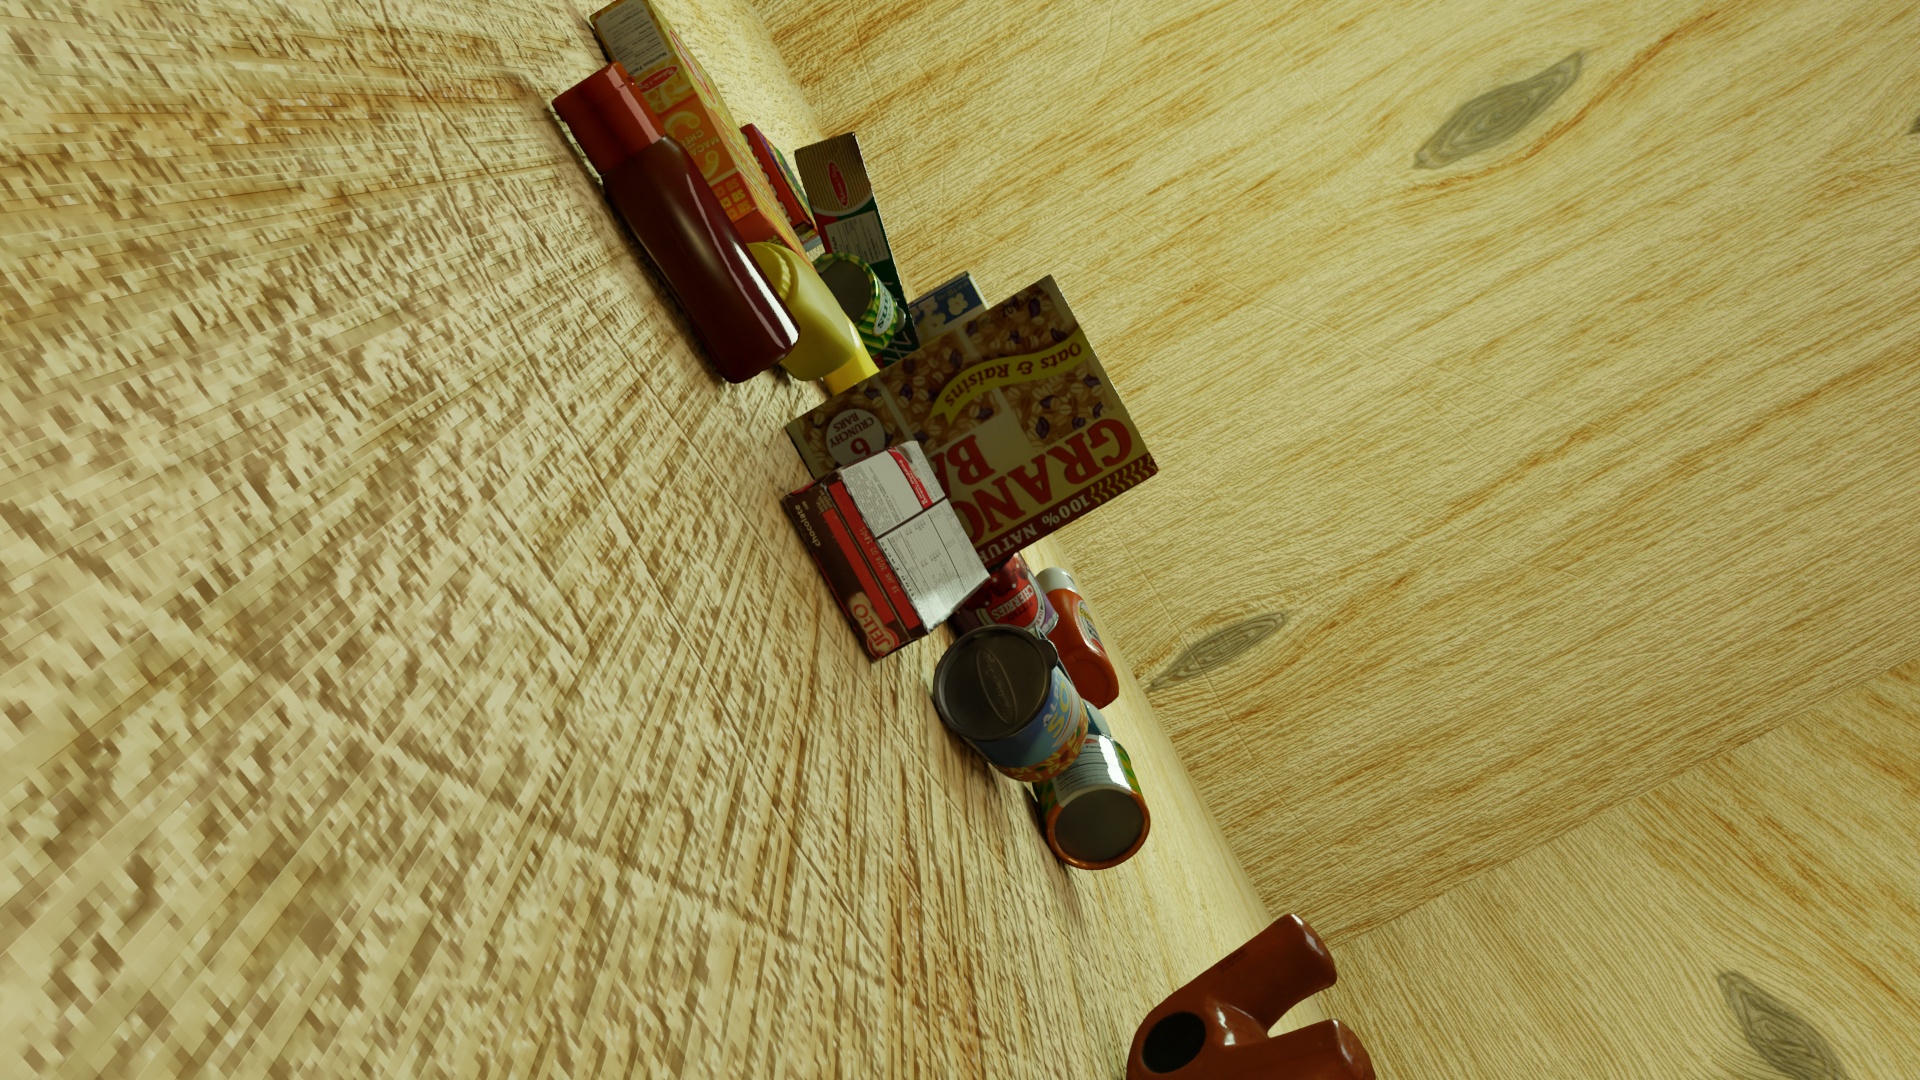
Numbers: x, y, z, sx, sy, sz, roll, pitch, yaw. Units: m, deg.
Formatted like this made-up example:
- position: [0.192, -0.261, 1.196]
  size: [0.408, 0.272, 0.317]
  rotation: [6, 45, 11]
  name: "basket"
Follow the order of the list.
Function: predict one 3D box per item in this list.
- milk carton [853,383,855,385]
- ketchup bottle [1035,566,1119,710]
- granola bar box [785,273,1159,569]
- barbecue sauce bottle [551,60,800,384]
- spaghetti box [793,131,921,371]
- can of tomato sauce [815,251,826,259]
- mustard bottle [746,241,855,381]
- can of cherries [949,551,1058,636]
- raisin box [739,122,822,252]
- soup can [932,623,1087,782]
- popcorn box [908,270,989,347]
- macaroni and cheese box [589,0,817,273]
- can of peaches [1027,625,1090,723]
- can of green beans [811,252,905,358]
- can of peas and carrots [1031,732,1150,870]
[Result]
- position: [-0.026, -0.043, 0.896]
  size: [0.072, 0.073, 0.190]
  rotation: [63, 7, 18]
  name: "milk carton"
- position: [0.087, 0.073, 1.117]
  size: [0.064, 0.043, 0.149]
  rotation: [58, 8, -28]
  name: "ketchup bottle"
- position: [0.007, -0.051, 0.765]
  size: [0.124, 0.165, 0.039]
  rotation: [61, 5, -2]
  name: "granola bar box"
- position: [-0.130, -0.146, 0.643]
  size: [0.148, 0.043, 0.065]
  rotation: [58, 6, -22]
  name: "barbecue sauce bottle"
- position: [-0.069, -0.190, 1.085]
  size: [0.029, 0.050, 0.249]
  rotation: [-105, 178, -70]
  name: "spaghetti box"
- position: [-0.090, -0.210, 1.156]
  size: [0.071, 0.071, 0.083]
  rotation: [60, 7, -9]
  name: "can of tomato sauce"
- position: [-0.104, -0.135, 0.786]
  size: [0.065, 0.049, 0.160]
  rotation: [62, 7, 12]
  name: "mustard bottle"
- position: [0.026, 0.043, 0.946]
  size: [0.058, 0.071, 0.071]
  rotation: [60, 6, -13]
  name: "can of cherries"
- position: [-0.148, -0.271, 1.090]
  size: [0.086, 0.040, 0.123]
  rotation: [62, 5, -4]
  name: "raisin box"
- position: [0.032, 0.091, 0.771]
  size: [0.071, 0.071, 0.083]
  rotation: [65, 7, 32]
  name: "soup can"
- position: [-0.027, -0.153, 1.139]
  size: [0.085, 0.126, 0.038]
  rotation: [59, 9, -17]
  name: "popcorn box"
- position: [-0.158, -0.242, 0.869]
  size: [0.166, 0.040, 0.123]
  rotation: [62, 6, 13]
  name: "macaroni and cheese box"
- position: [0.039, 0.097, 0.867]
  size: [0.071, 0.058, 0.071]
  rotation: [61, 5, -9]
  name: "can of peaches"
- position: [-0.085, -0.172, 1.028]
  size: [0.071, 0.071, 0.057]
  rotation: [63, 6, 16]
  name: "can of green beans"
- position: [0.082, 0.166, 0.875]
  size: [0.070, 0.071, 0.059]
  rotation: [59, 7, -24]
  name: "can of peas and carrots"
